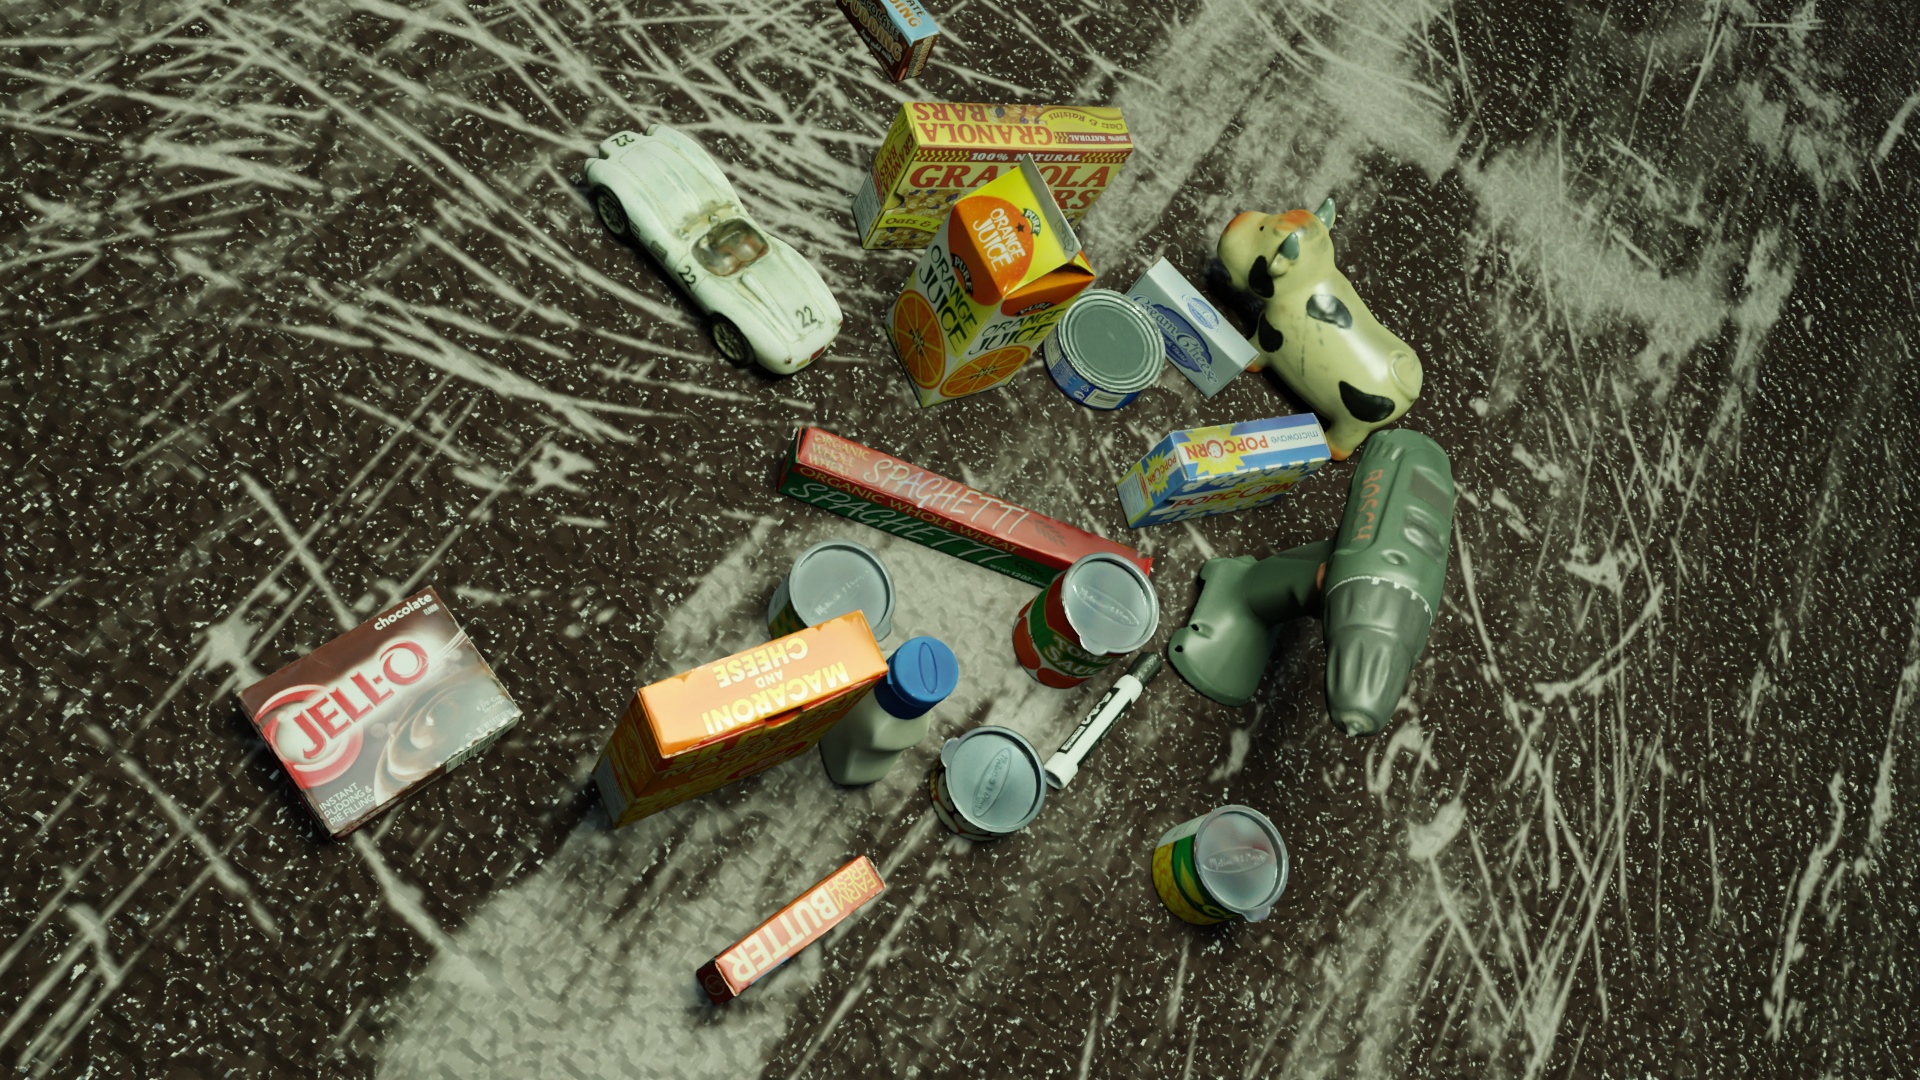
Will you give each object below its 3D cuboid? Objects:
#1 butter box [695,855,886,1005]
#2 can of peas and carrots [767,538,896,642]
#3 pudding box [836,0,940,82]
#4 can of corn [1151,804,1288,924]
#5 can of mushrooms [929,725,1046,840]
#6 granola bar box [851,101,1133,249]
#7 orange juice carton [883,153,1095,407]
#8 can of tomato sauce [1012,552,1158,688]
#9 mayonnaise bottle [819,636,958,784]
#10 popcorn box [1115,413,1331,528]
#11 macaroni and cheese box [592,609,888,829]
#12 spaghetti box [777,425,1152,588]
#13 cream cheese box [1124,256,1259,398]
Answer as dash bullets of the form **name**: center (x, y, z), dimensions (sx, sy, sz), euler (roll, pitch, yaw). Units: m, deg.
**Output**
- **butter box**: center (-0.094, 0.215, 0.768), dimensions (0.104, 0.053, 0.024), euler (-31, 82, -30)
- **can of peas and carrots**: center (-0.078, 0.042, 0.848), dimensions (0.071, 0.058, 0.071), euler (9, 65, -19)
- **pudding box**: center (-0.055, -0.398, 1.056), dimensions (0.030, 0.049, 0.084), euler (-30, 82, -30)
- **can of corn**: center (0.163, 0.208, 0.874), dimensions (0.071, 0.058, 0.071), euler (9, 65, -19)
- **can of mushrooms**: center (0.014, 0.148, 0.854), dimensions (0.071, 0.033, 0.071), euler (9, 65, -19)
- **granola bar box**: center (0.021, -0.255, 0.981), dimensions (0.166, 0.123, 0.039), euler (-7, 71, -25)
- **orange juice carton**: center (0.022, -0.166, 0.903), dimensions (0.073, 0.191, 0.072), euler (-18, 76, -28)
- **can of tomato sauce**: center (0.078, 0.055, 0.892), dimensions (0.071, 0.082, 0.071), euler (9, 65, -19)
- **mayonnaise bottle**: center (-0.043, 0.094, 0.787), dimensions (0.041, 0.147, 0.065), euler (0, 68, -22)
- **popcorn box**: center (0.185, -0.049, 0.981), dimensions (0.127, 0.085, 0.038), euler (-9, 72, -26)
- **macaroni and cheese box**: center (-0.121, 0.099, 0.742), dimensions (0.124, 0.165, 0.040), euler (-19, 76, -28)
- **spaghetti box**: center (0.003, -0.011, 0.910), dimensions (0.250, 0.050, 0.029), euler (20, 62, -13)
- **cream cheese box**: center (0.169, -0.158, 1.041), dimensions (0.104, 0.053, 0.024), euler (46, 59, 1)
